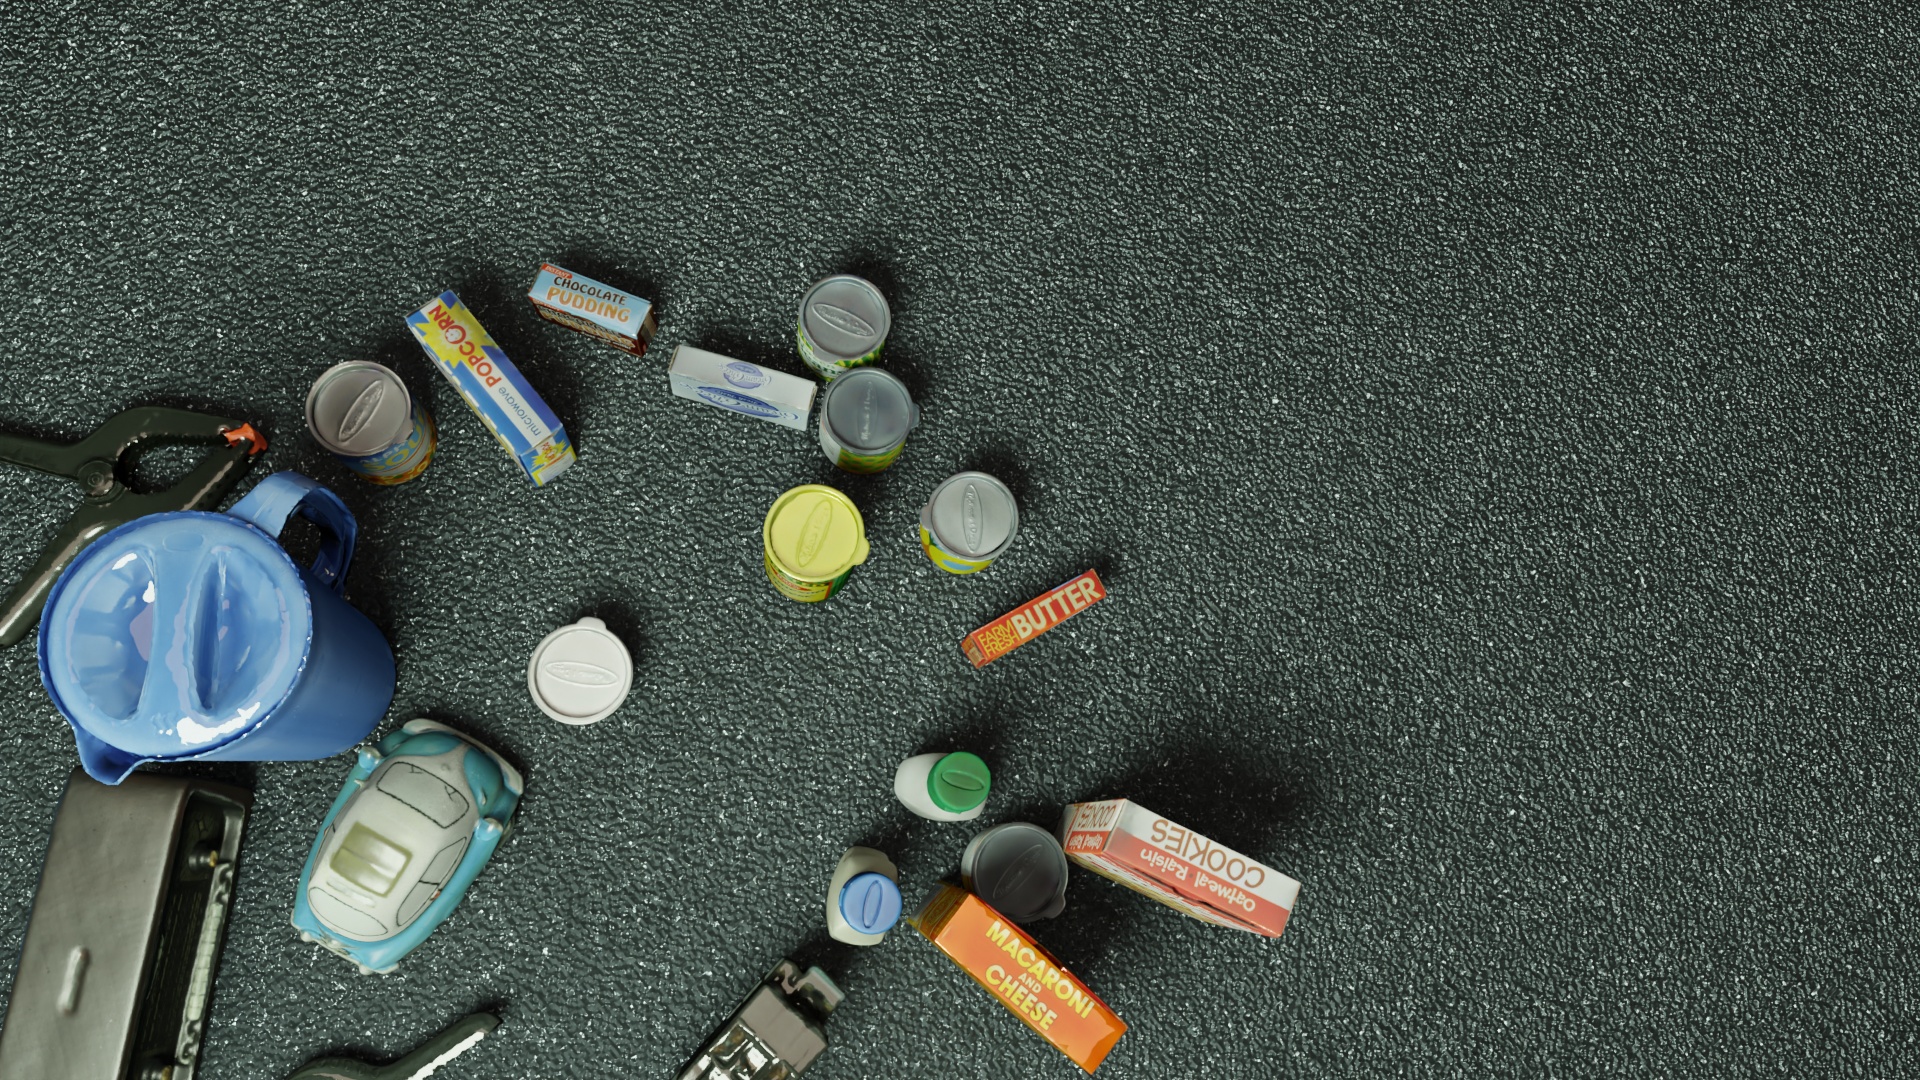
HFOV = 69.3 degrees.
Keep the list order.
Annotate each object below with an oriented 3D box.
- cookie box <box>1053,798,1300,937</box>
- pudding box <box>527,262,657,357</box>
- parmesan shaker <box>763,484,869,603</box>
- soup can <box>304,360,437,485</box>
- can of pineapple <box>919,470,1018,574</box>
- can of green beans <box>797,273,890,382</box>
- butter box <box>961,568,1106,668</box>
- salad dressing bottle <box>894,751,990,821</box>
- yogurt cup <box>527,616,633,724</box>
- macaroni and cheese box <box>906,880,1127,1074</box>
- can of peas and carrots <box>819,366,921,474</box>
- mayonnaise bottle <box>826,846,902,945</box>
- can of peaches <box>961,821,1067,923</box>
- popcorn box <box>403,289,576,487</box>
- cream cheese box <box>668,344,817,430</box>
[{"bbox_3d":[0.135,0.216,0.920,0.123,0.167,0.040,25,76,-2],"label":"cookie box"},{"bbox_3d":[-0.265,-0.167,1.006,0.084,0.049,0.030,21,76,-3],"label":"pudding box"},{"bbox_3d":[-0.101,0.006,0.965,0.071,0.103,0.071,2,78,-8],"label":"parmesan shaker"},{"bbox_3d":[-0.398,-0.077,0.950,0.071,0.083,0.071,2,78,-8],"label":"soup can"},{"bbox_3d":[0.004,-0.013,1.007,0.071,0.057,0.071,2,78,-8],"label":"can of pineapple"},{"bbox_3d":[-0.087,-0.155,1.026,0.071,0.057,0.071,2,78,-8],"label":"can of green beans"},{"bbox_3d":[0.052,0.057,1.002,0.104,0.053,0.024,-28,83,-13],"label":"butter box"},{"bbox_3d":[-0.008,0.162,0.921,0.064,0.147,0.044,17,77,-4],"label":"salad dressing bottle"},{"bbox_3d":[-0.256,0.093,0.948,0.072,0.054,0.072,2,78,-8],"label":"yogurt cup"},{"bbox_3d":[0.031,0.274,0.893,0.124,0.166,0.040,40,76,2],"label":"macaroni and cheese box"},{"bbox_3d":[-0.067,-0.086,1.013,0.071,0.058,0.071,2,78,-8],"label":"can of peas and carrots"},{"bbox_3d":[-0.062,0.232,0.898,0.041,0.147,0.065,14,77,-5],"label":"mayonnaise bottle"},{"bbox_3d":[0.038,0.230,0.959,0.071,0.058,0.071,2,78,-8],"label":"can of peaches"},{"bbox_3d":[-0.324,-0.104,0.966,0.038,0.085,0.127,-39,86,-14],"label":"popcorn box"},{"bbox_3d":[-0.157,-0.110,1.008,0.104,0.053,0.024,15,77,-5],"label":"cream cheese box"}]
